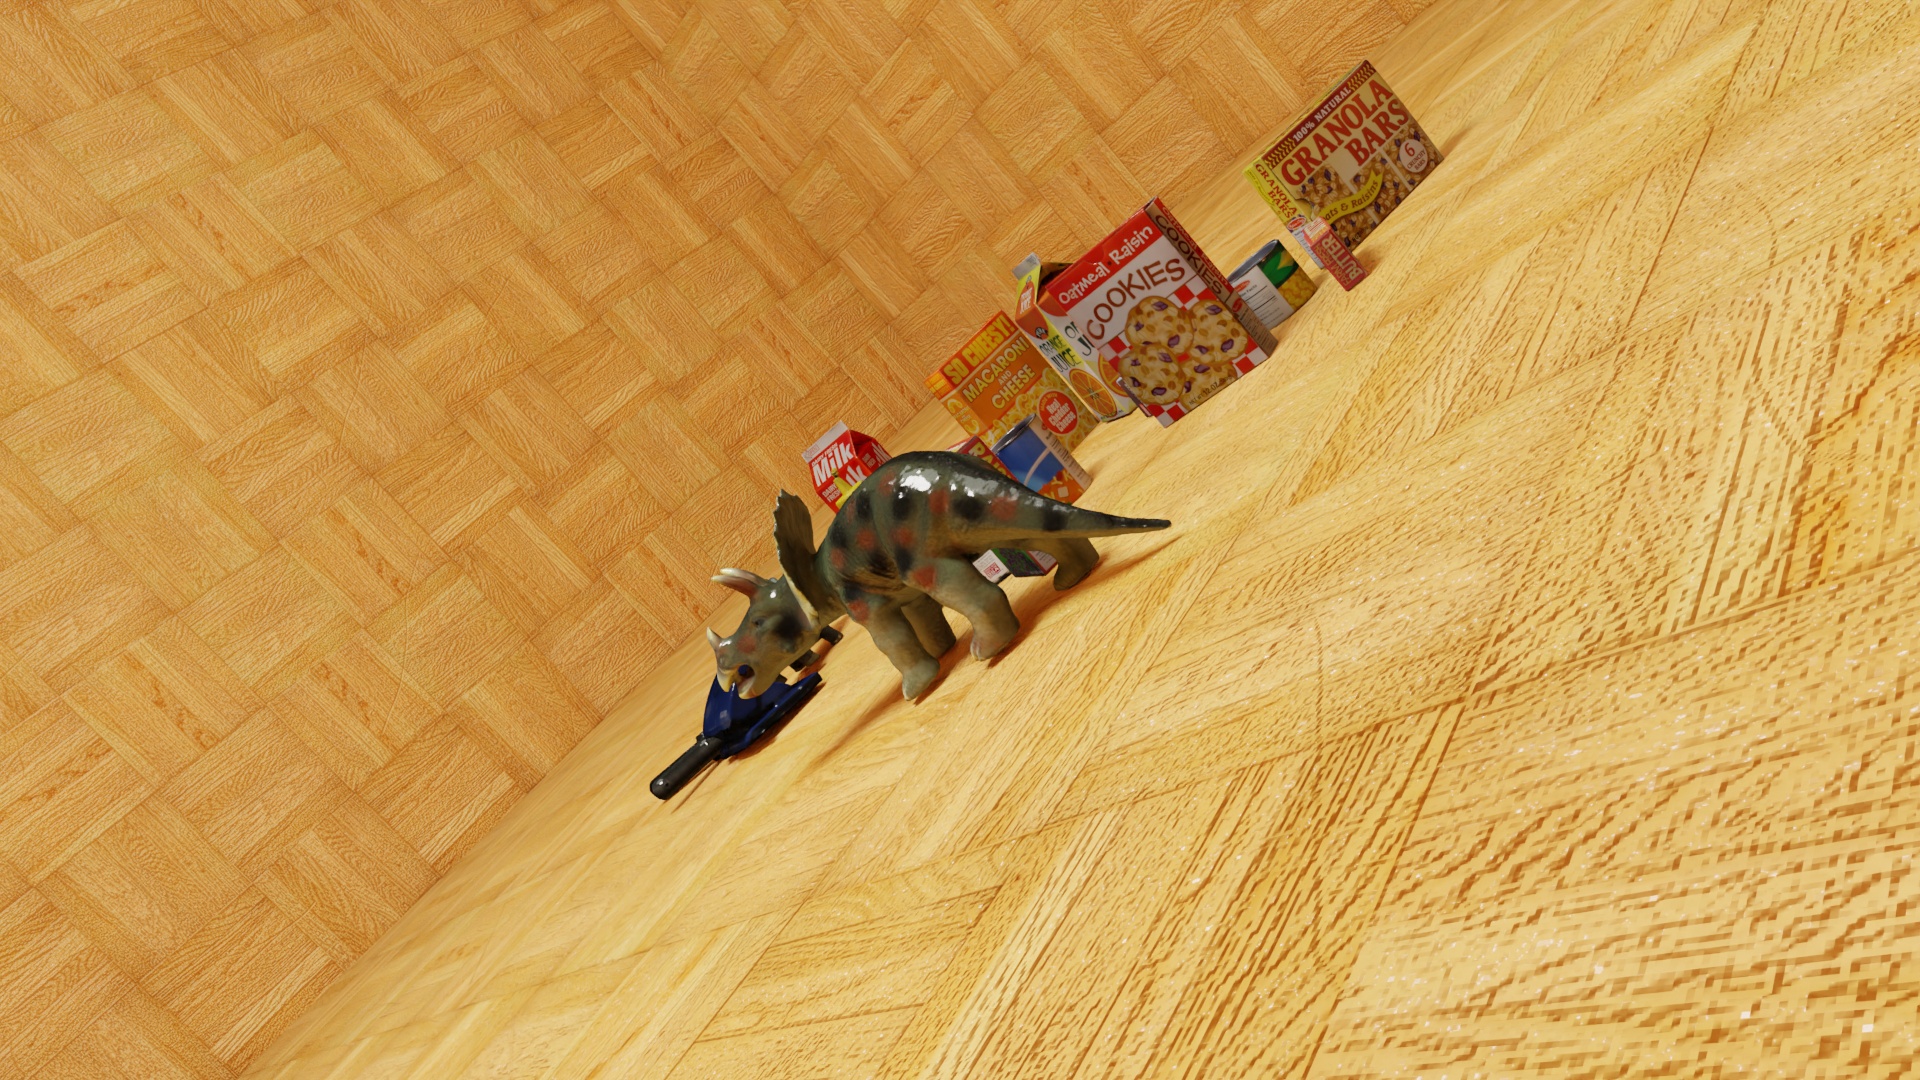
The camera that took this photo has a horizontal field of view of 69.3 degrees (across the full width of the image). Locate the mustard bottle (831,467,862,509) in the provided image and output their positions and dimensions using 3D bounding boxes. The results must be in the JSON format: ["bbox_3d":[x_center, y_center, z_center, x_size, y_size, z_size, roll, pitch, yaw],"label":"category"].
[{"bbox_3d":[-0.089,-0.016,1.513,0.049,0.160,0.065,-42,8,-1],"label":"mustard bottle"}]

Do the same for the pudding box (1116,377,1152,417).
[{"bbox_3d":[0.195,-0.165,1.362,0.030,0.049,0.084,-32,13,51],"label":"pudding box"}]

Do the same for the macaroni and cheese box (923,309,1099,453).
[{"bbox_3d":[0.056,-0.150,1.517,0.124,0.166,0.040,-47,9,-32],"label":"macaroni and cheese box"}]

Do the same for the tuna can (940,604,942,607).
[{"bbox_3d":[-0.052,0.072,1.333,0.071,0.033,0.071,-41,8,7],"label":"tuna can"}]

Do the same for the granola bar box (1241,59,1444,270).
[{"bbox_3d":[0.366,-0.358,1.322,0.166,0.124,0.039,-44,8,-17],"label":"granola bar box"}]

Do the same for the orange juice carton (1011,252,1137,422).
[{"bbox_3d":[0.127,-0.222,1.470,0.073,0.192,0.071,-44,8,-15],"label":"orange juice carton"}]

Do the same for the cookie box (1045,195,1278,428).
[{"bbox_3d":[0.175,-0.197,1.215,0.122,0.167,0.040,-35,10,39],"label":"cookie box"}]

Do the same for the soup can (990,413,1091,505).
[{"bbox_3d":[0.070,-0.065,1.303,0.071,0.083,0.071,-41,8,7],"label":"soup can"}]

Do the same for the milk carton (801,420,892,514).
[{"bbox_3d":[-0.098,-0.049,1.616,0.072,0.190,0.074,-38,9,24],"label":"milk carton"}]

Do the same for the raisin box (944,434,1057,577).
[{"bbox_3d":[0.029,-0.026,1.152,0.040,0.123,0.086,-43,8,-12],"label":"raisin box"}]

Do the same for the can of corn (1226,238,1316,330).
[{"bbox_3d":[0.287,-0.236,1.283,0.071,0.058,0.071,-41,8,7],"label":"can of corn"}]

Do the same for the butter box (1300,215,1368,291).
[{"bbox_3d":[0.323,-0.250,1.204,0.024,0.053,0.104,-39,9,19],"label":"butter box"}]
